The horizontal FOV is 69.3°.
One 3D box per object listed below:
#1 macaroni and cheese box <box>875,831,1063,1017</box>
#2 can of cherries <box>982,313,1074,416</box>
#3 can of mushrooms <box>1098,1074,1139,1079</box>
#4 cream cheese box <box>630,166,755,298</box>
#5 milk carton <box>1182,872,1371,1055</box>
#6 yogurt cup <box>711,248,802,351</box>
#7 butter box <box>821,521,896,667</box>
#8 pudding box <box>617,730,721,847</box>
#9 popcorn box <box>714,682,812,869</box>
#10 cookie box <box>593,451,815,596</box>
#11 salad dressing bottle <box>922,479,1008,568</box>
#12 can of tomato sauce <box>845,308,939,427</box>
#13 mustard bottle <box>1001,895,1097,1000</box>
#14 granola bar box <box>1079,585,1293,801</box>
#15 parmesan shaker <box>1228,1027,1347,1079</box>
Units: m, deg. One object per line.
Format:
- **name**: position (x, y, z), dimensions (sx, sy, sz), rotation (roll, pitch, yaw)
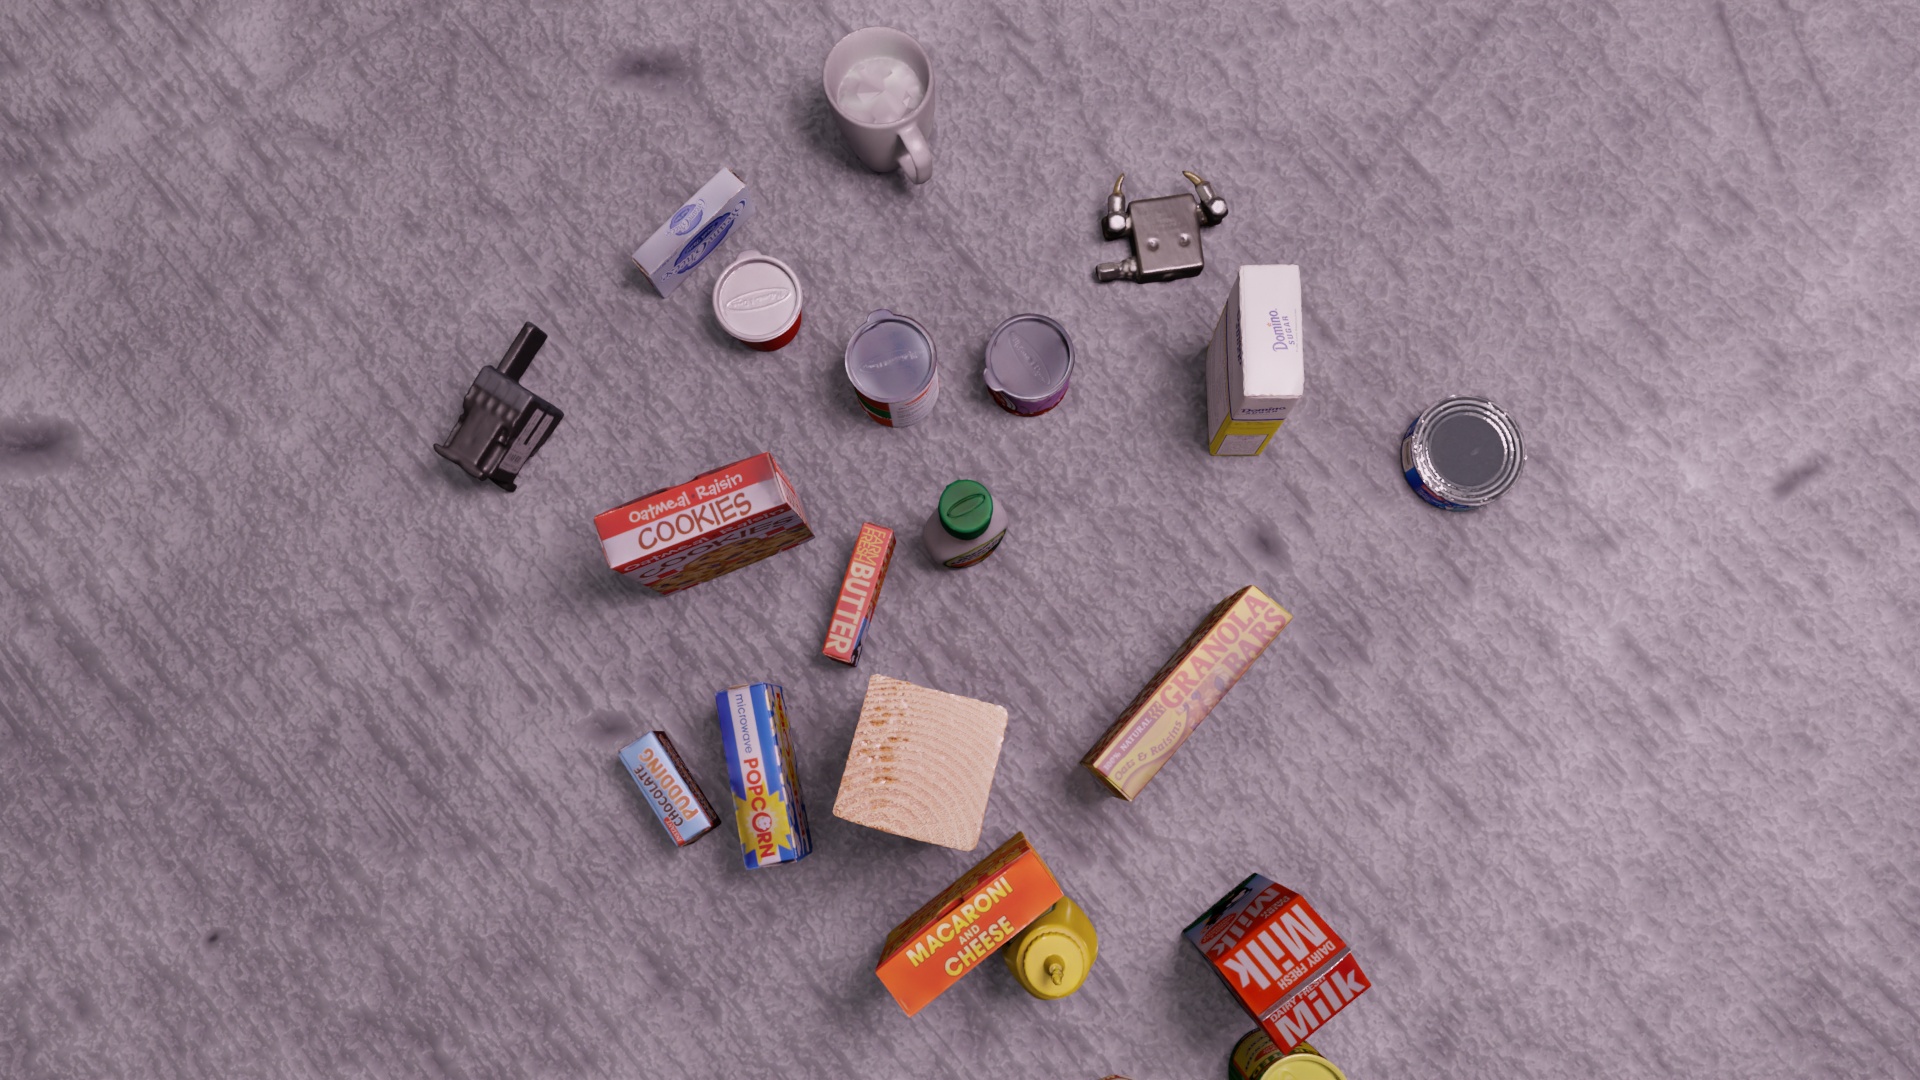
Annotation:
- **macaroni and cheese box**: position (0.006, 0.253, 0.935), dimensions (0.124, 0.166, 0.040), rotation (-37, 83, -5)
- **can of cherries**: position (0.049, -0.131, 1.051), dimensions (0.071, 0.058, 0.071), rotation (0, 81, 1)
- **can of mushrooms**: position (0.111, 0.411, 0.976), dimensions (0.071, 0.033, 0.071), rotation (0, 81, 0)
- **cream cheese box**: position (-0.205, -0.238, 1.073), dimensions (0.024, 0.053, 0.104), rotation (44, 84, 6)
- **milk carton**: position (0.208, 0.278, 0.917), dimensions (0.072, 0.190, 0.073), rotation (-37, 83, -5)
- **yogurt cup**: position (-0.152, -0.178, 1.063), dimensions (0.072, 0.054, 0.072), rotation (0, 81, 1)
- **butter box**: position (-0.074, 0.040, 1.027), dimensions (0.024, 0.053, 0.103), rotation (17, 82, 3)
- **pudding box**: position (-0.211, 0.180, 1.008), dimensions (0.030, 0.049, 0.084), rotation (-34, 82, -4)
- **popcorn box**: position (-0.139, 0.166, 0.991), dimensions (0.038, 0.085, 0.127), rotation (-12, 81, -1)
- **cookie box**: position (-0.175, -0.009, 0.978), dimensions (0.123, 0.167, 0.040), rotation (-21, 82, -3)
- **salad dressing bottle**: position (0.004, -0.012, 0.987), dimensions (0.064, 0.147, 0.044), rotation (-27, 82, -3)
- **can of tomato sauce**: position (-0.050, -0.127, 1.039), dimensions (0.071, 0.083, 0.071), rotation (0, 81, 1)
- **mustard bottle**: position (0.062, 0.277, 0.934), dimensions (0.065, 0.160, 0.049), rotation (-39, 83, -5)
- **granola bar box**: position (0.154, 0.108, 0.979), dimensions (0.039, 0.124, 0.166), rotation (42, 84, 6)
- **parmesan shaker**: position (0.220, 0.374, 0.946), dimensions (0.071, 0.103, 0.071), rotation (0, 81, 1)
